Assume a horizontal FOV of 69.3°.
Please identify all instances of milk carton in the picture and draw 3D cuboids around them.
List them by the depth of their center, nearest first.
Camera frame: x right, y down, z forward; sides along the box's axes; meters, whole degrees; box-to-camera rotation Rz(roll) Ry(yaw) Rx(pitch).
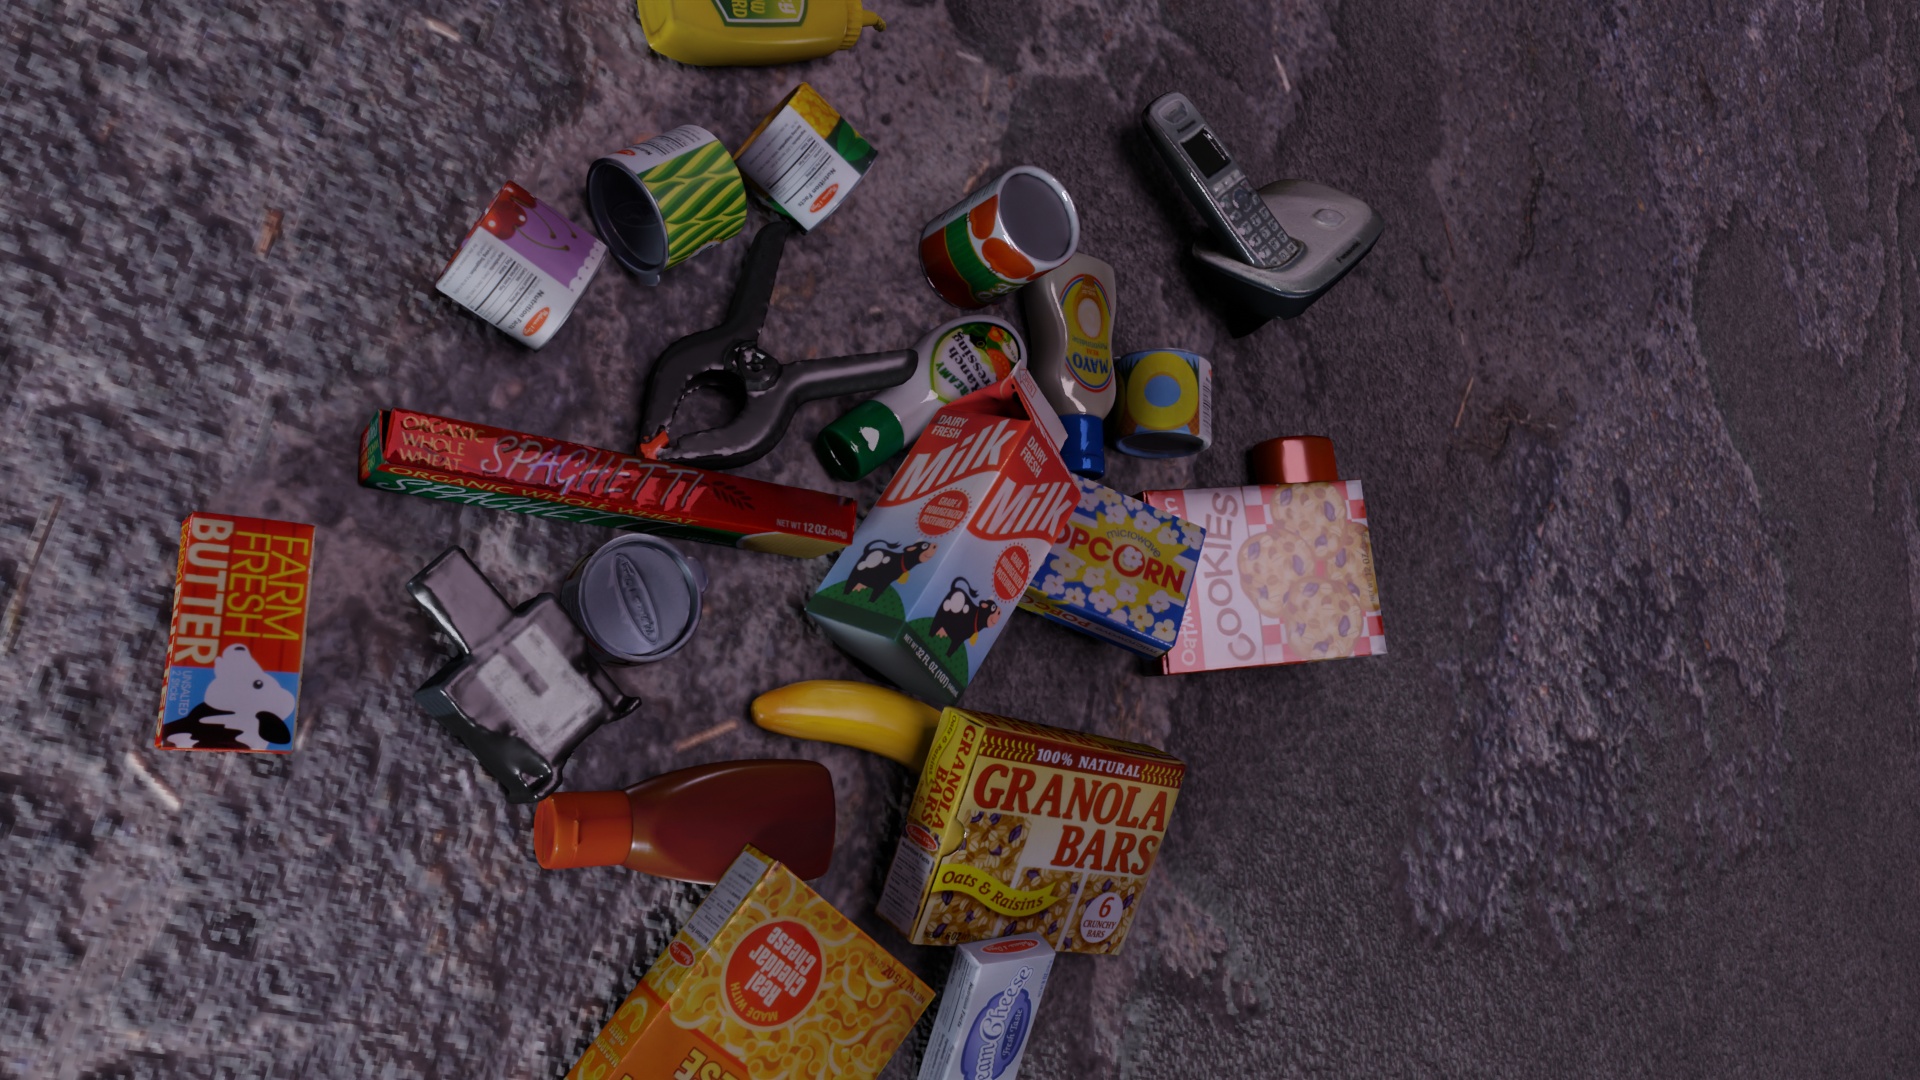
[{"bbox_3d":[0.003,-0.010,0.792,0.191,0.073,0.072,-57,136,-22],"label":"milk carton"}]

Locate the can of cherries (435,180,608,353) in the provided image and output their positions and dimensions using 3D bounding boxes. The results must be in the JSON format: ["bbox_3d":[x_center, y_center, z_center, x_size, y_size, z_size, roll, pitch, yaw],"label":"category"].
[{"bbox_3d":[-0.220,-0.139,0.698,0.058,0.071,0.072,34,63,-24],"label":"can of cherries"}]

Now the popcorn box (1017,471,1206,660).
[{"bbox_3d":[0.082,0.011,0.864,0.127,0.038,0.085,22,67,-5],"label":"popcorn box"}]

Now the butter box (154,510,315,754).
[{"bbox_3d":[-0.318,0.041,0.612,0.053,0.024,0.103,8,76,-34],"label":"butter box"}]

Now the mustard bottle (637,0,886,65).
[{"bbox_3d":[-0.109,-0.315,0.822,0.161,0.048,0.065,-11,88,-36],"label":"mustard bottle"}]

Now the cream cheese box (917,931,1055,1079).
[{"bbox_3d":[0.013,0.267,0.765,0.053,0.024,0.103,4,110,-34],"label":"cream cheese box"}]

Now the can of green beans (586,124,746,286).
[{"bbox_3d":[-0.158,-0.183,0.749,0.058,0.071,0.071,-36,101,-35],"label":"can of green beans"}]

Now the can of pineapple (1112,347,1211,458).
[{"bbox_3d":[0.134,-0.091,0.934,0.071,0.071,0.058,11,74,-33],"label":"can of pineapple"}]

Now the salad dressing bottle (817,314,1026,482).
[{"bbox_3d":[-0.022,-0.085,0.836,0.148,0.044,0.064,-38,99,-34],"label":"salad dressing bottle"}]

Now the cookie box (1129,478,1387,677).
[{"bbox_3d":[0.199,0.024,0.941,0.168,0.040,0.123,-3,81,-18],"label":"cookie box"}]

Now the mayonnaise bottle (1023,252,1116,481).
[{"bbox_3d":[0.074,-0.113,0.910,0.065,0.041,0.148,7,75,-36],"label":"mayonnaise bottle"}]

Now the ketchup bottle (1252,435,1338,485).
[{"bbox_3d":[0.252,-0.001,1.009,0.065,0.043,0.149,-2,81,-34],"label":"ketchup bottle"}]

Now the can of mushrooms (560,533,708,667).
[{"bbox_3d":[-0.167,0.031,0.715,0.071,0.033,0.071,8,75,-33],"label":"can of mushrooms"}]

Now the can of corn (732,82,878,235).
[{"bbox_3d":[-0.091,-0.222,0.806,0.058,0.071,0.071,41,60,-21],"label":"can of corn"}]

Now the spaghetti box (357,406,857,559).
[{"bbox_3d":[-0.174,-0.025,0.713,0.250,0.050,0.029,10,73,-33],"label":"spaghetti box"}]

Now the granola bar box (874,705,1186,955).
[{"bbox_3d":[0.045,0.169,0.791,0.165,0.039,0.124,17,93,-39],"label":"granola bar box"}]

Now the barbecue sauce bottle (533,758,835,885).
[{"bbox_3d":[-0.137,0.144,0.705,0.149,0.043,0.065,5,81,-34],"label":"barbecue sauce bottle"}]

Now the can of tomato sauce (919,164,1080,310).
[{"bbox_3d":[0.025,-0.186,0.867,0.071,0.083,0.071,8,75,-33],"label":"can of tomato sauce"}]

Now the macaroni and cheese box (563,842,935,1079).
[{"bbox_3d":[-0.108,0.254,0.680,0.123,0.040,0.167,47,70,-24],"label":"macaroni and cheese box"}]
